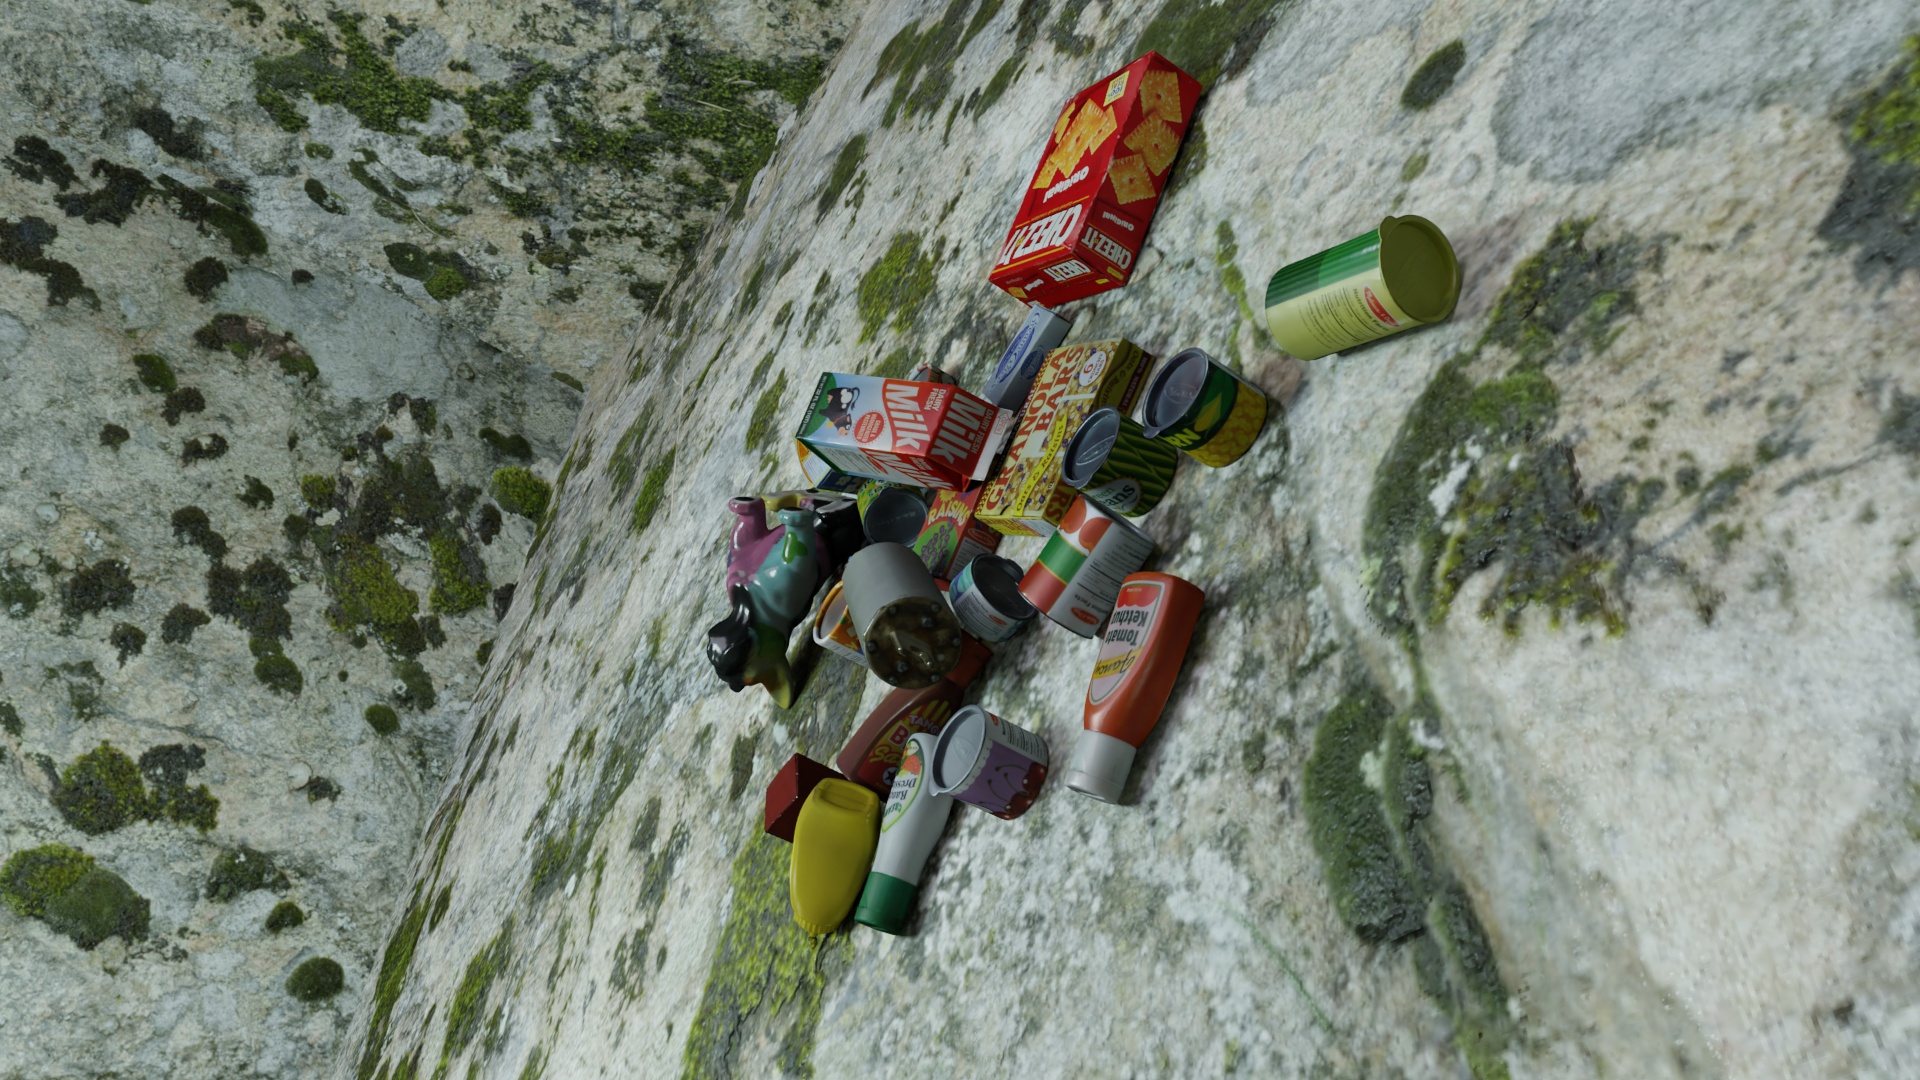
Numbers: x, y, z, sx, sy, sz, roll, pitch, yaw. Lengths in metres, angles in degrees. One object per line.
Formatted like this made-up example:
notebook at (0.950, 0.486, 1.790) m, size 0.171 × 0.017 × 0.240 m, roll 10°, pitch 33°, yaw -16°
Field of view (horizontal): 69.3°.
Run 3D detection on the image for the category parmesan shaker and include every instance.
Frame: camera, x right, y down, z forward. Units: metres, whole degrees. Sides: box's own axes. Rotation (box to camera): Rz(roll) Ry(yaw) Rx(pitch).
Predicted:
parmesan shaker at (0.247, -0.158, 0.867) m, size 0.103 × 0.071 × 0.071 m, roll -13°, pitch 53°, yaw 60°

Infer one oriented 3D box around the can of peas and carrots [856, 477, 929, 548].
can of peas and carrots at (-0.067, -0.032, 1.362) m, size 0.070 × 0.071 × 0.059 m, roll -55°, pitch 24°, yaw 15°

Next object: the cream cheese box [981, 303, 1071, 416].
cream cheese box at (0.061, -0.172, 1.316) m, size 0.103 × 0.024 × 0.053 m, roll -58°, pitch 24°, yaw 8°

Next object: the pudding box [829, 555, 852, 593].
pudding box at (-0.100, 0.052, 1.384) m, size 0.049 × 0.030 × 0.084 m, roll -60°, pitch 23°, yaw 6°

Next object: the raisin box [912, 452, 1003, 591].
raisin box at (0.004, -0.016, 1.239) m, size 0.086 × 0.040 × 0.123 m, roll 1°, pitch 66°, yaw 64°

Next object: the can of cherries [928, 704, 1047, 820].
can of cherries at (0.019, 0.160, 0.990) m, size 0.071 × 0.058 × 0.072 m, roll -44°, pitch 30°, yaw 34°

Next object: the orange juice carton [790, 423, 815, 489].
orange juice carton at (-0.110, -0.111, 1.488) m, size 0.192 × 0.072 × 0.073 m, roll -18°, pitch 87°, yaw 62°

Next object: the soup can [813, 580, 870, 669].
soup can at (-0.079, 0.077, 1.247) m, size 0.071 × 0.084 × 0.072 m, roll -45°, pitch 28°, yaw 32°

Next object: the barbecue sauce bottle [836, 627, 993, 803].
barbecue sauce bottle at (-0.033, 0.138, 1.118) m, size 0.148 × 0.064 × 0.044 m, roll -53°, pitch 32°, yaw -2°

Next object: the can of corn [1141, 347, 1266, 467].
can of corn at (0.168, -0.089, 0.966) m, size 0.071 × 0.058 × 0.071 m, roll -45°, pitch 28°, yaw 33°

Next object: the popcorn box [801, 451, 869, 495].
popcorn box at (-0.084, -0.086, 1.389) m, size 0.085 × 0.127 × 0.038 m, roll -48°, pitch 57°, yaw 26°

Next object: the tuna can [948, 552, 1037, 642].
tuna can at (0.026, 0.044, 1.096) m, size 0.032 × 0.071 × 0.071 m, roll -46°, pitch 28°, yaw 32°

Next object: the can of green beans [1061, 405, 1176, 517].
can of green beans at (0.118, -0.058, 1.033) m, size 0.071 × 0.058 × 0.071 m, roll -45°, pitch 28°, yaw 33°

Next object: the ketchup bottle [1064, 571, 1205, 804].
ketchup bottle at (0.109, 0.095, 0.899) m, size 0.064 × 0.043 × 0.149 m, roll -7°, pitch 58°, yaw 61°

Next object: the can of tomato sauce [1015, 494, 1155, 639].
can of tomato sauce at (0.089, 0.017, 0.996) m, size 0.083 × 0.071 × 0.071 m, roll -57°, pitch 24°, yaw 9°

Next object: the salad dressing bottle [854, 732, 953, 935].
salad dressing bottle at (-0.039, 0.222, 1.055) m, size 0.064 × 0.044 × 0.148 m, roll -22°, pitch 44°, yaw 60°

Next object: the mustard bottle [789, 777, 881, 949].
mustard bottle at (-0.106, 0.264, 1.105) m, size 0.049 × 0.065 × 0.159 m, roll -63°, pitch -10°, yaw -61°

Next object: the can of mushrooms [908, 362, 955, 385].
can of mushrooms at (-0.037, -0.154, 1.483) m, size 0.070 × 0.033 × 0.071 m, roll -45°, pitch 27°, yaw 32°

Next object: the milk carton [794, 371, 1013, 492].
milk carton at (-0.045, -0.095, 1.232) m, size 0.190 × 0.073 × 0.072 m, roll 11°, pitch 71°, yaw 35°

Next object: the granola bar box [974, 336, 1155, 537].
granola bar box at (0.083, -0.085, 1.156) m, size 0.124 × 0.039 × 0.166 m, roll 3°, pitch 66°, yaw 64°
